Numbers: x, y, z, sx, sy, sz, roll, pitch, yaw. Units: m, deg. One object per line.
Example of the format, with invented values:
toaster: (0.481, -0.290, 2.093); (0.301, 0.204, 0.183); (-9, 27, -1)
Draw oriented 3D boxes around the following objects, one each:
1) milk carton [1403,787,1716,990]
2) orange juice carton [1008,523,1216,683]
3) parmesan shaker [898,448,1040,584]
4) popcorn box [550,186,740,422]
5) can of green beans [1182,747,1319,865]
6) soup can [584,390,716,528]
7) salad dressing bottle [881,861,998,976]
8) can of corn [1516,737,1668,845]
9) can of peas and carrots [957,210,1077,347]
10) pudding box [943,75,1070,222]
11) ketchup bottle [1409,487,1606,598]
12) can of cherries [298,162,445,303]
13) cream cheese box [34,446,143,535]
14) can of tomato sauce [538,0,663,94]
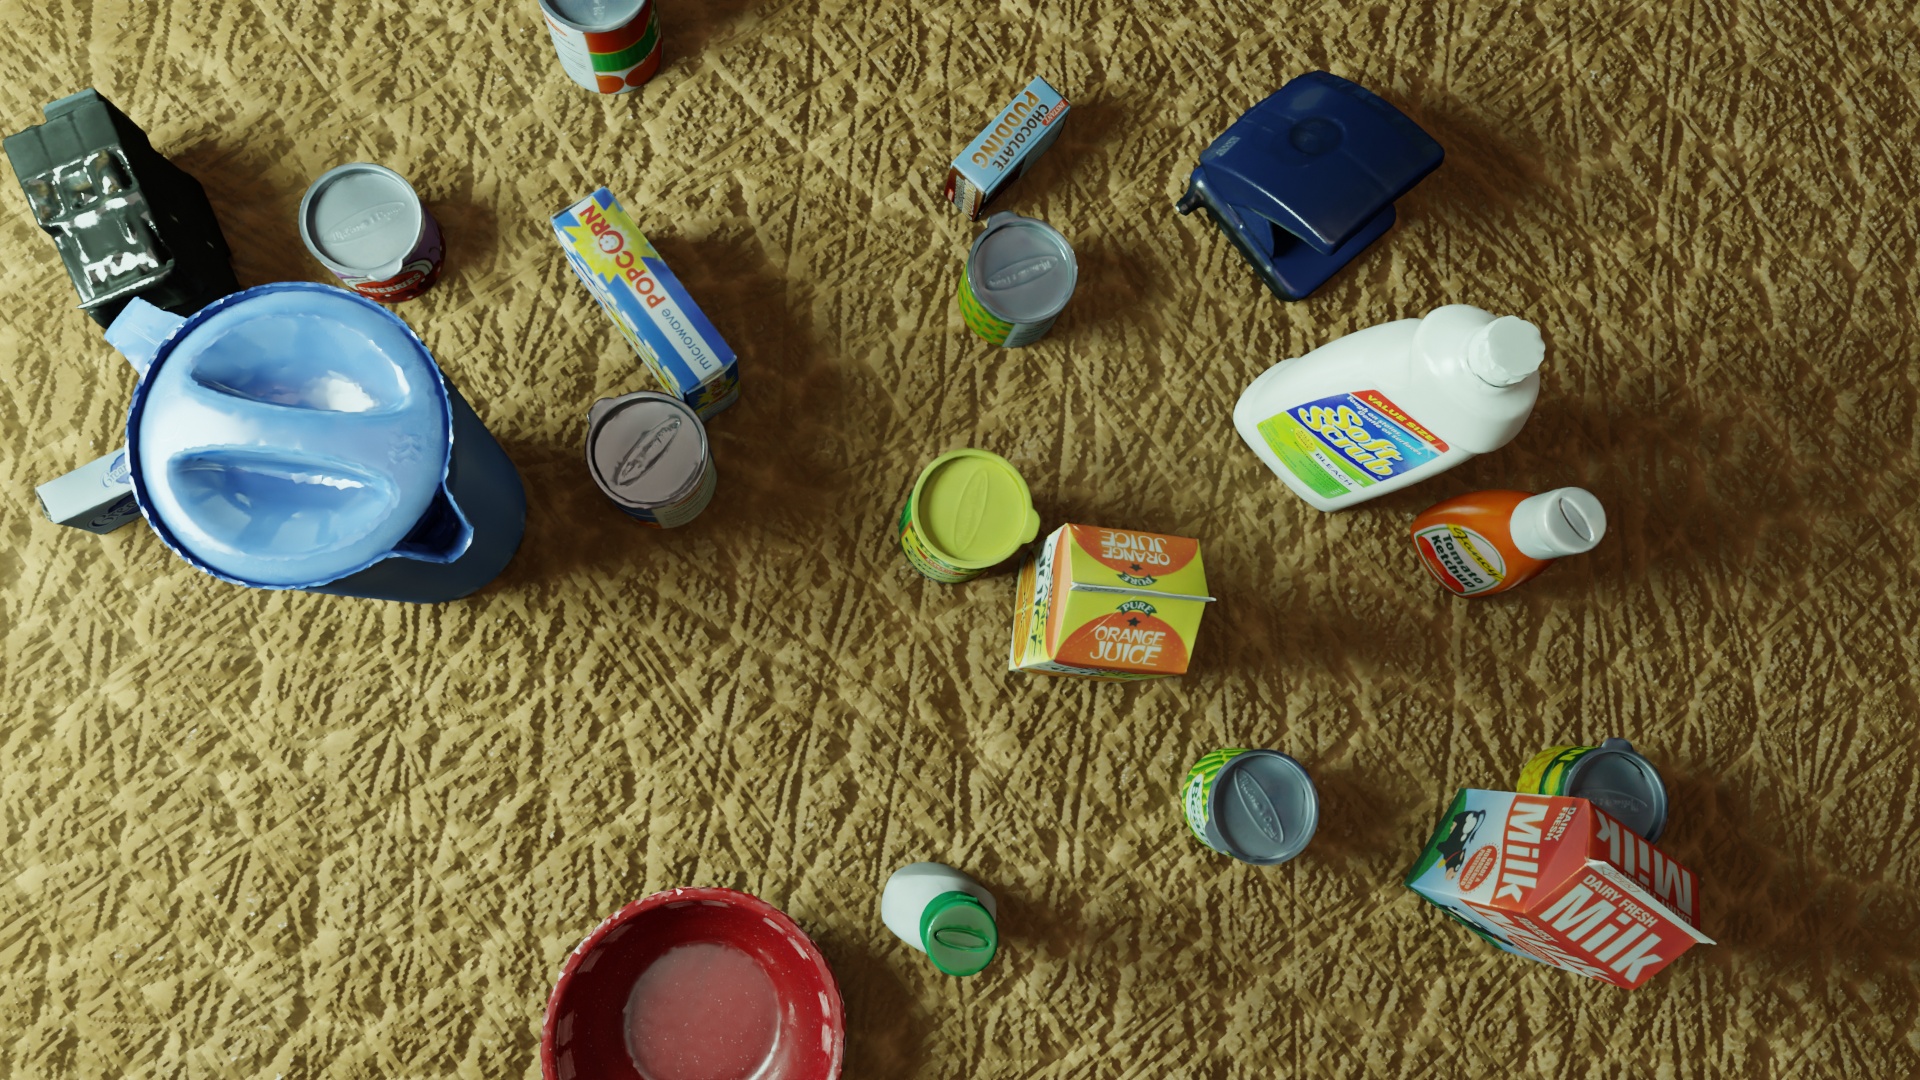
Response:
milk carton: (0.330, 0.189, 0.768); (0.072, 0.190, 0.073); (35, 80, -1)
orange juice carton: (0.078, 0.037, 0.758); (0.072, 0.192, 0.073); (7, 82, -6)
parmesan shaker: (0.003, -0.010, 0.801); (0.071, 0.103, 0.071); (1, 82, -7)
popcorn box: (-0.179, -0.133, 0.806); (0.038, 0.085, 0.126); (-37, 88, -10)
can of green beans: (0.170, 0.156, 0.821); (0.071, 0.057, 0.071); (1, 82, -7)
soup can: (-0.177, -0.046, 0.794); (0.071, 0.083, 0.071); (1, 82, -7)
salad dressing bottle: (-0.008, 0.203, 0.747); (0.064, 0.147, 0.044); (12, 81, -5)
can of corn: (0.384, 0.156, 0.847); (0.071, 0.058, 0.071); (1, 82, -7)
can of peas and carrots: (0.032, -0.159, 0.849); (0.071, 0.058, 0.071); (1, 82, -7)
pudding box: (0.029, -0.243, 0.865); (0.030, 0.049, 0.084); (42, 80, 0)
ketchup bottle: (0.321, -0.003, 0.816); (0.043, 0.148, 0.065); (-36, 88, -10)
can of cherries: (-0.339, -0.174, 0.806); (0.071, 0.058, 0.071); (1, 82, -7)
cream cheese box: (-0.449, -0.039, 0.776); (0.104, 0.053, 0.024); (-28, 87, -10)
can of tomato sauce: (-0.212, -0.315, 0.829); (0.071, 0.083, 0.071); (1, 82, -7)
